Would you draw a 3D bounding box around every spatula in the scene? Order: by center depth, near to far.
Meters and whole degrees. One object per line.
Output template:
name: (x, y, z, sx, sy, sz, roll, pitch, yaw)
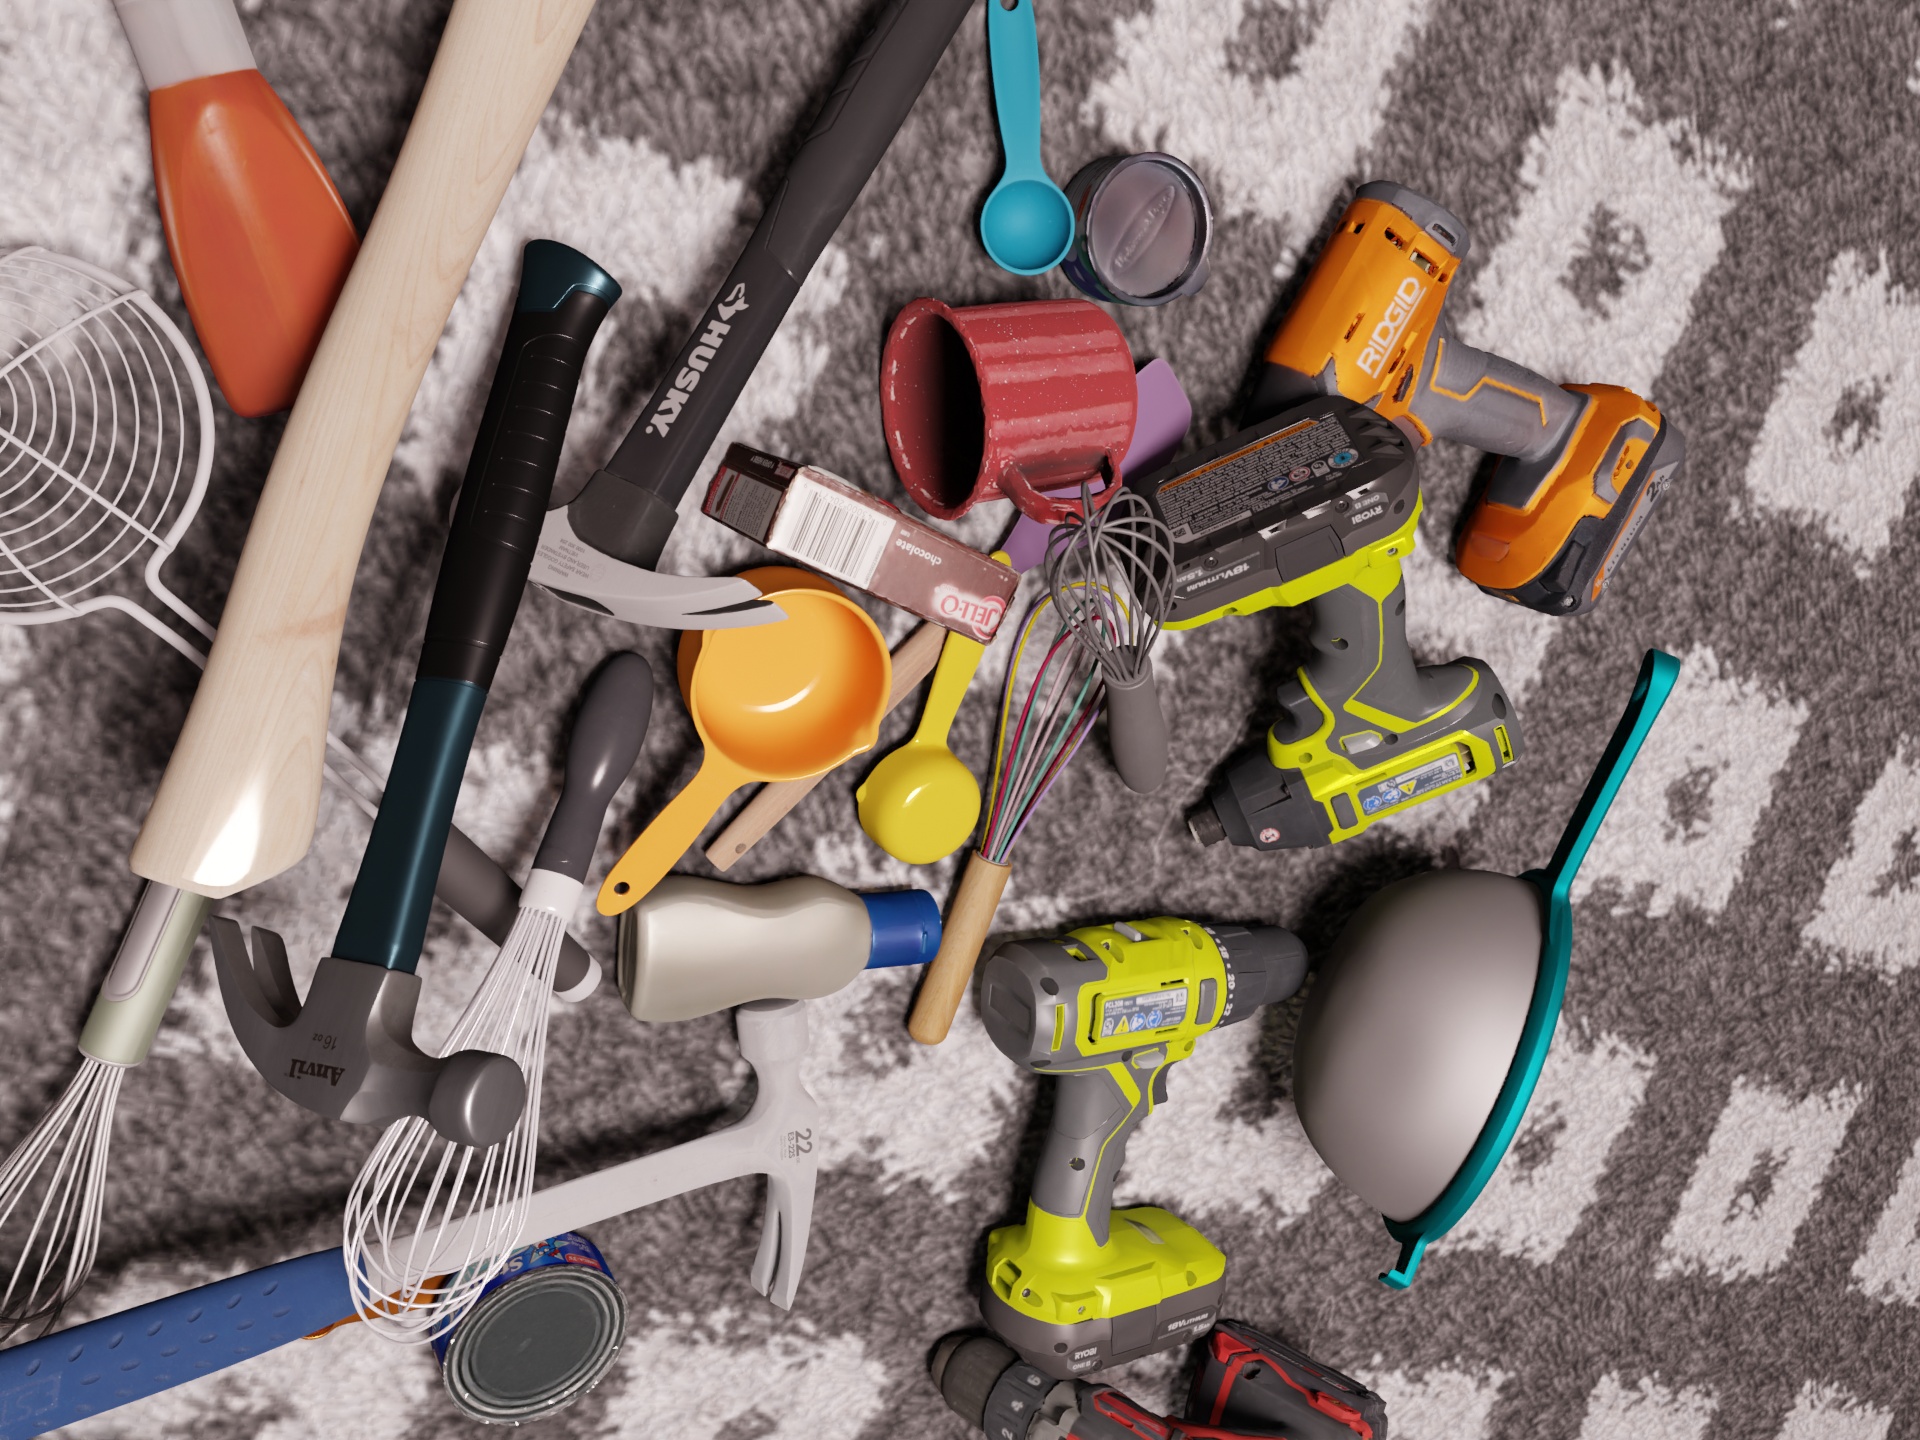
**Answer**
spatula: (-0.002, -0.046, 0.744, 0.316, 0.018, 0.059, -45, 133, -7)

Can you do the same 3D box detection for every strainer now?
strainer: (0.253, 0.105, 0.825, 0.095, 0.211, 0.340, 21, 111, 6)

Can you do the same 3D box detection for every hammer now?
hammer: (-0.203, -0.144, 0.543, 0.146, 0.038, 0.411, 22, 80, -30)
hammer: (-0.178, -0.025, 0.571, 0.033, 0.128, 0.331, 43, 54, -61)
hammer: (-0.062, -0.187, 0.621, 0.335, 0.146, 0.035, -61, 152, -7)
hammer: (-0.231, 0.227, 0.645, 0.405, 0.035, 0.144, -10, 99, -37)

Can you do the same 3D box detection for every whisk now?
whisk: (-0.336, 0.136, 0.621, 0.246, 0.058, 0.059, -66, 155, 0)
whisk: (-0.173, 0.101, 0.634, 0.070, 0.070, 0.285, 28, 67, -31)
whisk: (0.072, -0.025, 0.703, 0.055, 0.055, 0.238, -39, 152, -11)
whisk: (0.027, 0.049, 0.776, 0.047, 0.051, 0.245, 13, 103, -35)

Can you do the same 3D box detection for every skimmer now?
skimmer: (-0.260, -0.013, 0.619, 0.127, 0.090, 0.362, -37, 129, -3)

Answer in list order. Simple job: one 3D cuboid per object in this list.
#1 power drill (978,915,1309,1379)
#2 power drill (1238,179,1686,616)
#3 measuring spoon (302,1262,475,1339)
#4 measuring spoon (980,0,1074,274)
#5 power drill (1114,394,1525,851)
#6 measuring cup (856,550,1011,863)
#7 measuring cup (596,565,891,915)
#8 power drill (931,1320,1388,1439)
power drill: (0.097, 0.213, 0.844, 0.190, 0.080, 0.228, -3, 105, -32)
power drill: (0.244, -0.140, 0.803, 0.226, 0.084, 0.164, 28, 95, -27)
measuring spoon: (-0.244, 0.257, 0.727, 0.117, 0.011, 0.021, -9, 115, -28)
measuring spoon: (0.024, -0.259, 0.693, 0.042, 0.021, 0.128, -6, 100, -8)
power drill: (0.167, -0.030, 0.772, 0.171, 0.080, 0.223, -23, 129, 10)
measuring cup: (-0.001, -0.002, 0.736, 0.062, 0.029, 0.156, 5, 115, -36)
measuring cup: (-0.106, 0.009, 0.694, 0.095, 0.052, 0.173, 37, 98, -31)
power drill: (0.110, 0.385, 0.870, 0.226, 0.188, 0.080, 19, 87, -48)
